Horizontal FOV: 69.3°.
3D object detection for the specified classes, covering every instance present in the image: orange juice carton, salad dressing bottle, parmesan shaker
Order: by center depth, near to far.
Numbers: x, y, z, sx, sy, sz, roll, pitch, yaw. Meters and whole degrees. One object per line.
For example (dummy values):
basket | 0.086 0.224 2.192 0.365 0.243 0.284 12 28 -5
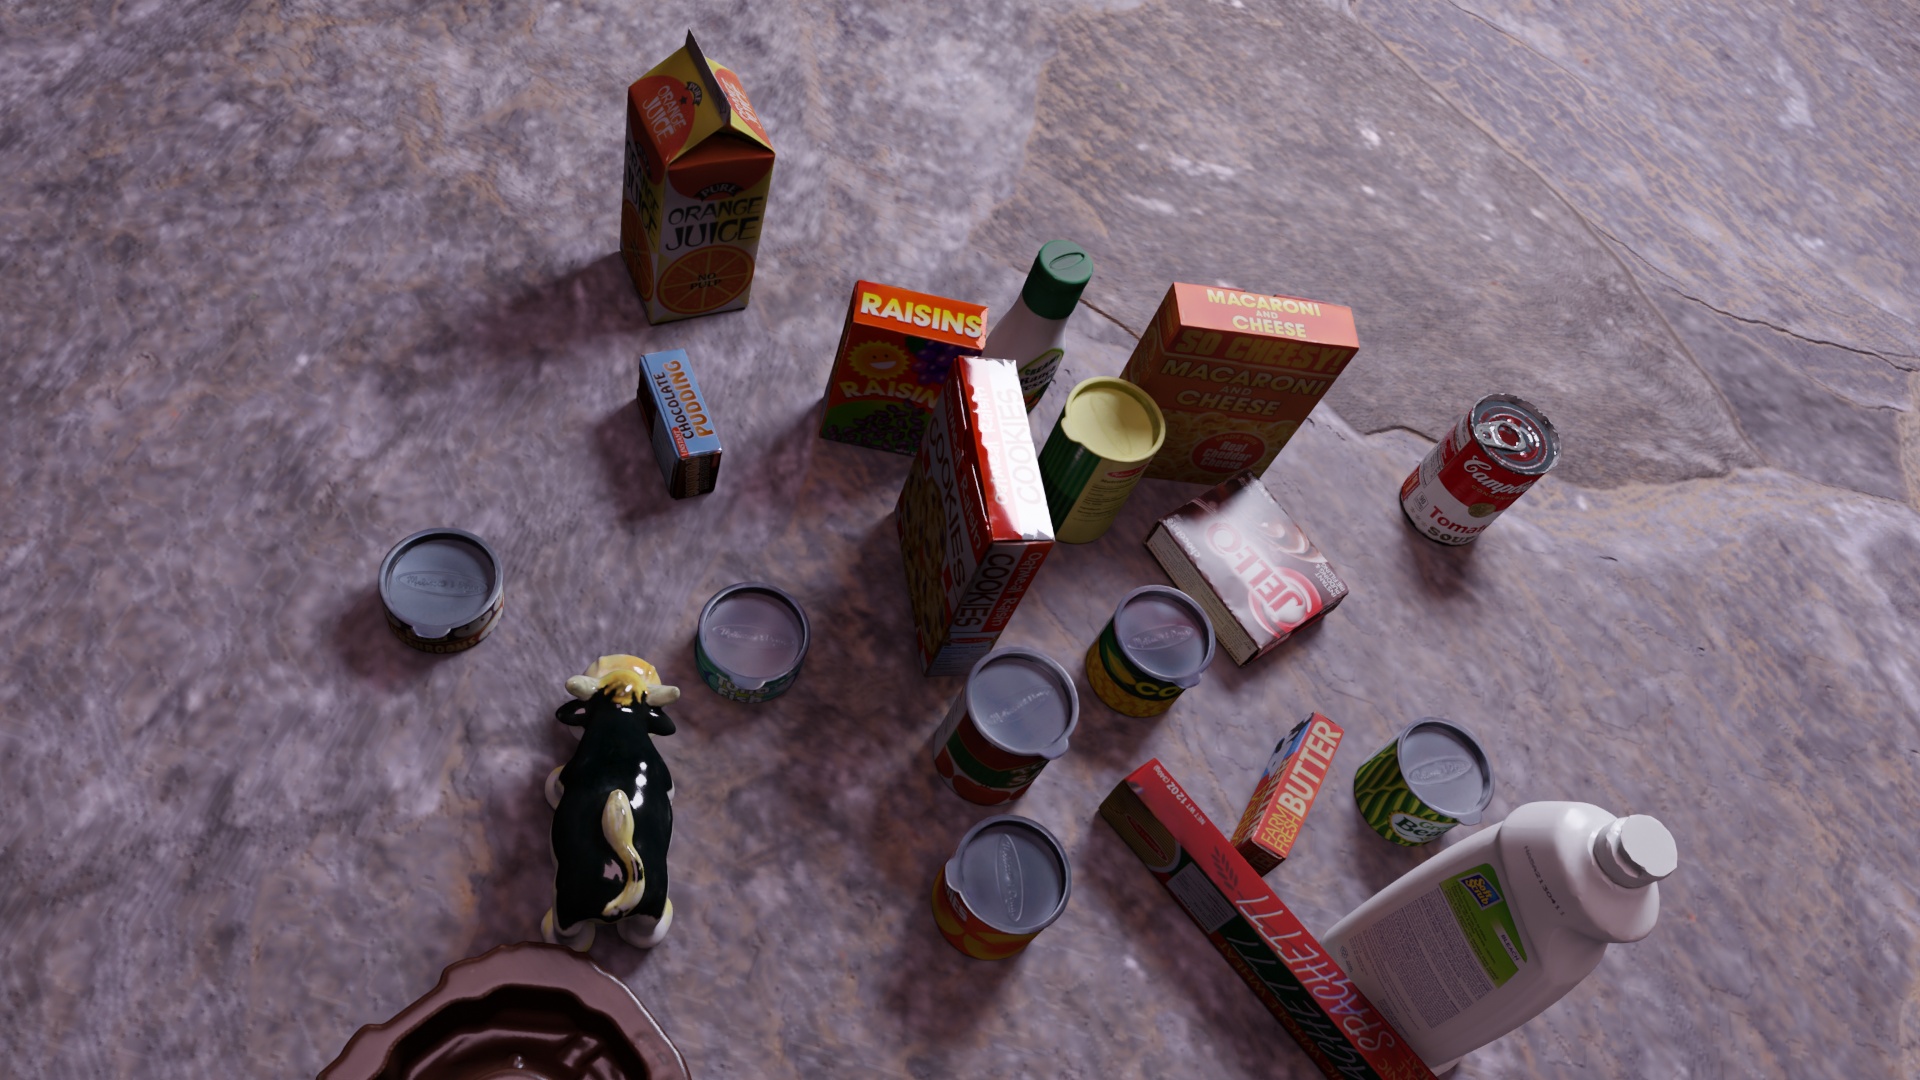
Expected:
orange juice carton | -0.171 -0.231 0.895 0.073 0.191 0.072 -15 65 -24
parmesan shaker | 0.083 -0.051 0.912 0.071 0.102 0.071 8 58 -12
salad dressing bottle | 0.048 -0.138 0.929 0.064 0.147 0.044 -25 69 -28

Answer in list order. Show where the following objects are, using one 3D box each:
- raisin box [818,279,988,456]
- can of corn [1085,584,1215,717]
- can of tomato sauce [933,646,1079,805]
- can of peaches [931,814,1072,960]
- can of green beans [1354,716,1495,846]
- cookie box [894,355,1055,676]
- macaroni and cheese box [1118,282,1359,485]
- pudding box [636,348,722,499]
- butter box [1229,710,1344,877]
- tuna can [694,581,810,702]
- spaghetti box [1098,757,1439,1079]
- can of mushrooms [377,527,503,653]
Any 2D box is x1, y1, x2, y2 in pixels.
raisin box | -0.039 -0.108 0.900 0.086 0.122 0.040 11 57 -10
can of corn | 0.119 0.073 0.873 0.071 0.058 0.071 8 58 -12
can of tomato sauce | 0.026 0.111 0.807 0.071 0.082 0.071 8 58 -12
can of peaches | 0.019 0.193 0.770 0.071 0.057 0.071 8 58 -12
can of green beans | 0.291 0.153 0.875 0.071 0.057 0.071 8 58 -12
cookie box | 0.003 -0.010 0.825 0.040 0.166 0.123 -1 60 -17
macaroni and cheese box | 0.170 -0.100 0.930 0.124 0.165 0.040 5 58 -13
pudding box | -0.180 -0.075 0.882 0.030 0.049 0.084 -14 64 -23
butter box | 0.196 0.157 0.847 0.024 0.052 0.104 33 56 5
tuna can | -0.124 0.063 0.823 0.071 0.032 0.071 8 57 -12
spaghetti box | 0.177 0.234 0.795 0.029 0.050 0.250 -32 73 -30
can of mushrooms | -0.296 0.031 0.792 0.071 0.033 0.071 8 57 -12
